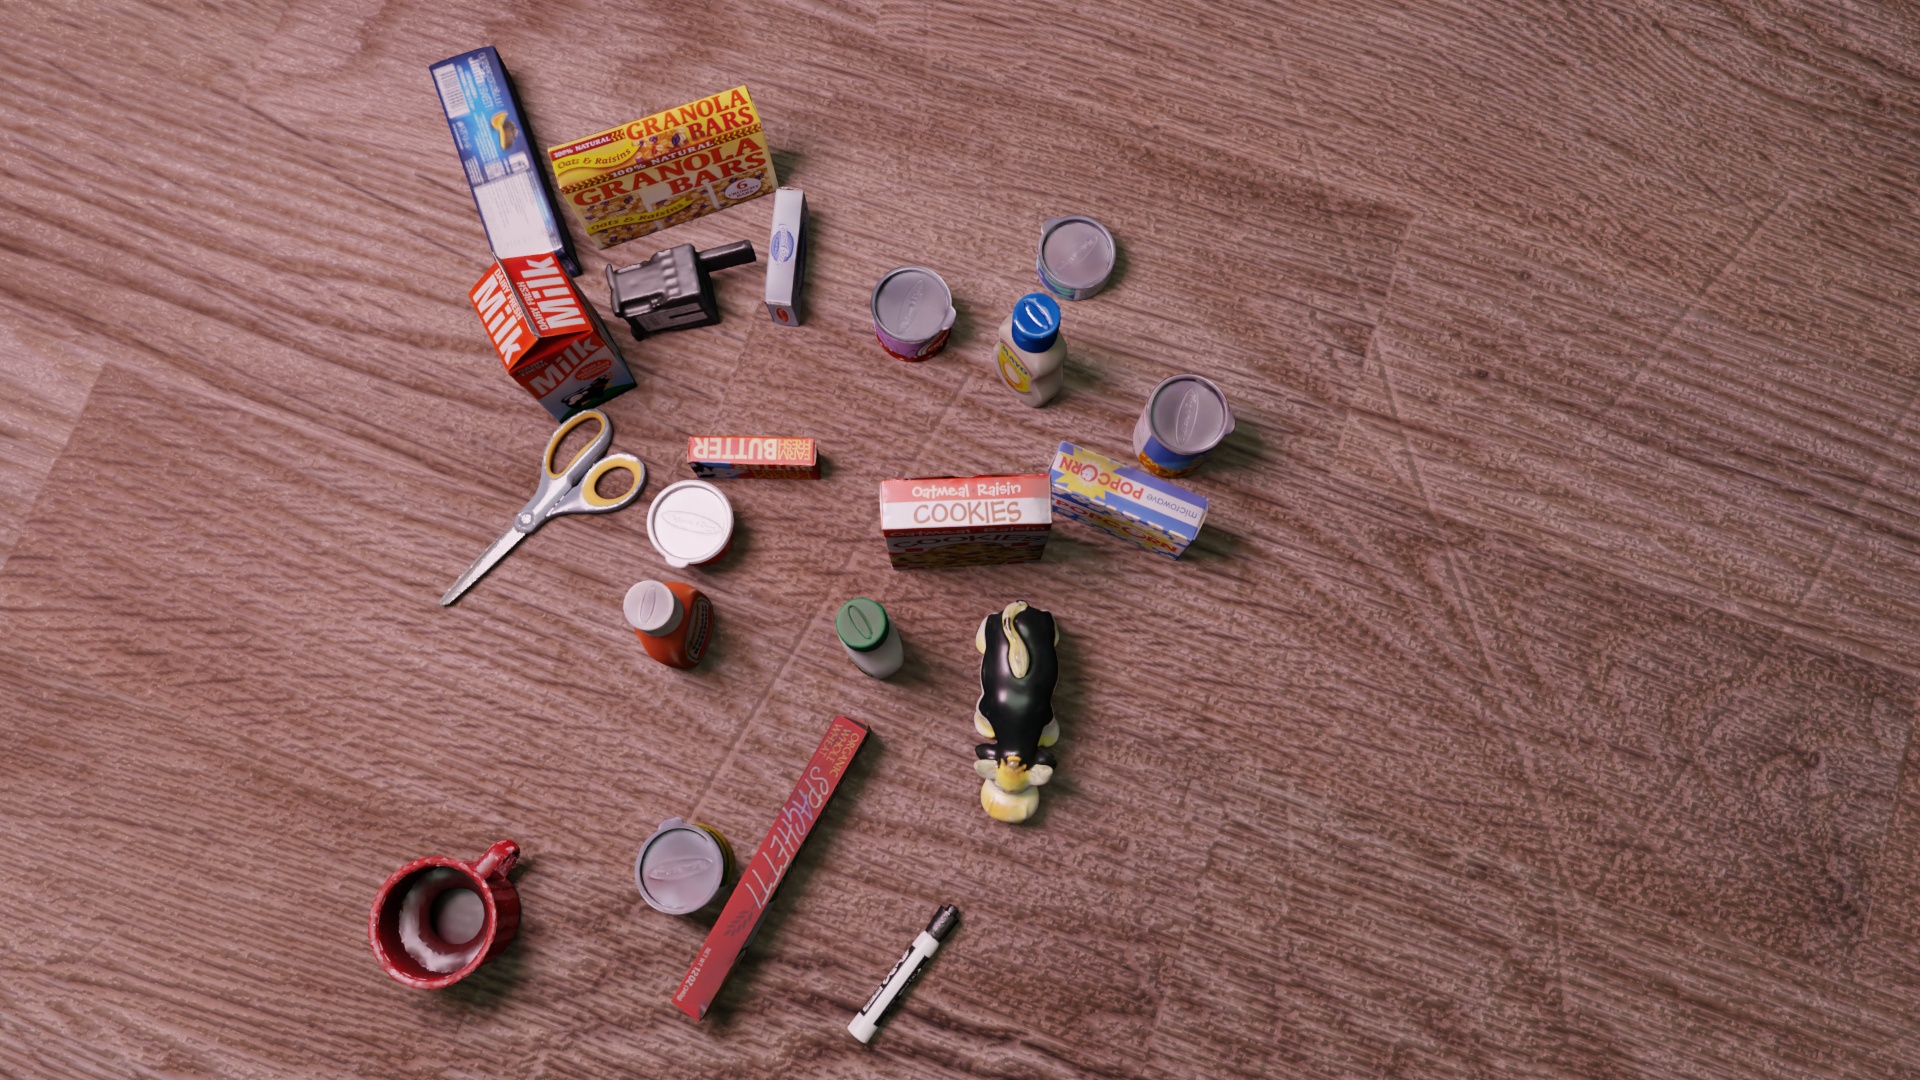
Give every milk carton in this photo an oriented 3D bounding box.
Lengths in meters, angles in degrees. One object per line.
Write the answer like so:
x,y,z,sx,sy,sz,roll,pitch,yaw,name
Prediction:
-0.318,-0.160,1.079,0.073,0.190,0.072,-28,80,-5,milk carton

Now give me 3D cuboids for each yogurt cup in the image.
-0.213,-0.010,1.119,0.072,0.054,0.072,0,79,0,yogurt cup

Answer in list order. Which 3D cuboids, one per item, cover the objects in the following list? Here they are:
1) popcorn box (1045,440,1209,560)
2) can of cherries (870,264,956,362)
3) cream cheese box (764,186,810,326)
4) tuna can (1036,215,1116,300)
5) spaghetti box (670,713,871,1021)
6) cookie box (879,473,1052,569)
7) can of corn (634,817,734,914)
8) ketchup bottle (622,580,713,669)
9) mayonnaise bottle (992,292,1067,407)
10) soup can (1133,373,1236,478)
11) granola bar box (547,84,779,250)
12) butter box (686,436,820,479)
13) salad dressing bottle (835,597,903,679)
0.128,-0.030,1.109,0.127,0.085,0.038,22,80,4,popcorn box
-0.038,-0.186,1.153,0.071,0.058,0.071,0,79,0,can of cherries
-0.145,-0.237,1.166,0.024,0.053,0.104,4,79,1,cream cheese box
0.096,-0.241,1.179,0.071,0.032,0.071,0,79,0,tuna can
-0.142,0.246,1.068,0.029,0.050,0.250,29,80,5,spaghetti box
0.004,-0.013,1.063,0.123,0.167,0.040,-3,79,-1,cookie box
-0.210,0.247,1.063,0.071,0.058,0.071,0,79,0,can of corn
-0.222,0.060,1.056,0.043,0.148,0.065,10,79,2,ketchup bottle
0.056,-0.154,1.102,0.041,0.148,0.065,-39,82,-7,mayonnaise bottle
0.180,-0.090,1.122,0.071,0.083,0.071,0,79,0,soup can
-0.240,-0.305,1.143,0.166,0.124,0.039,-20,80,-4,granola bar box
-0.167,-0.067,1.131,0.103,0.053,0.024,1,79,0,butter box
-0.071,0.071,1.055,0.044,0.147,0.064,-32,81,-6,salad dressing bottle
